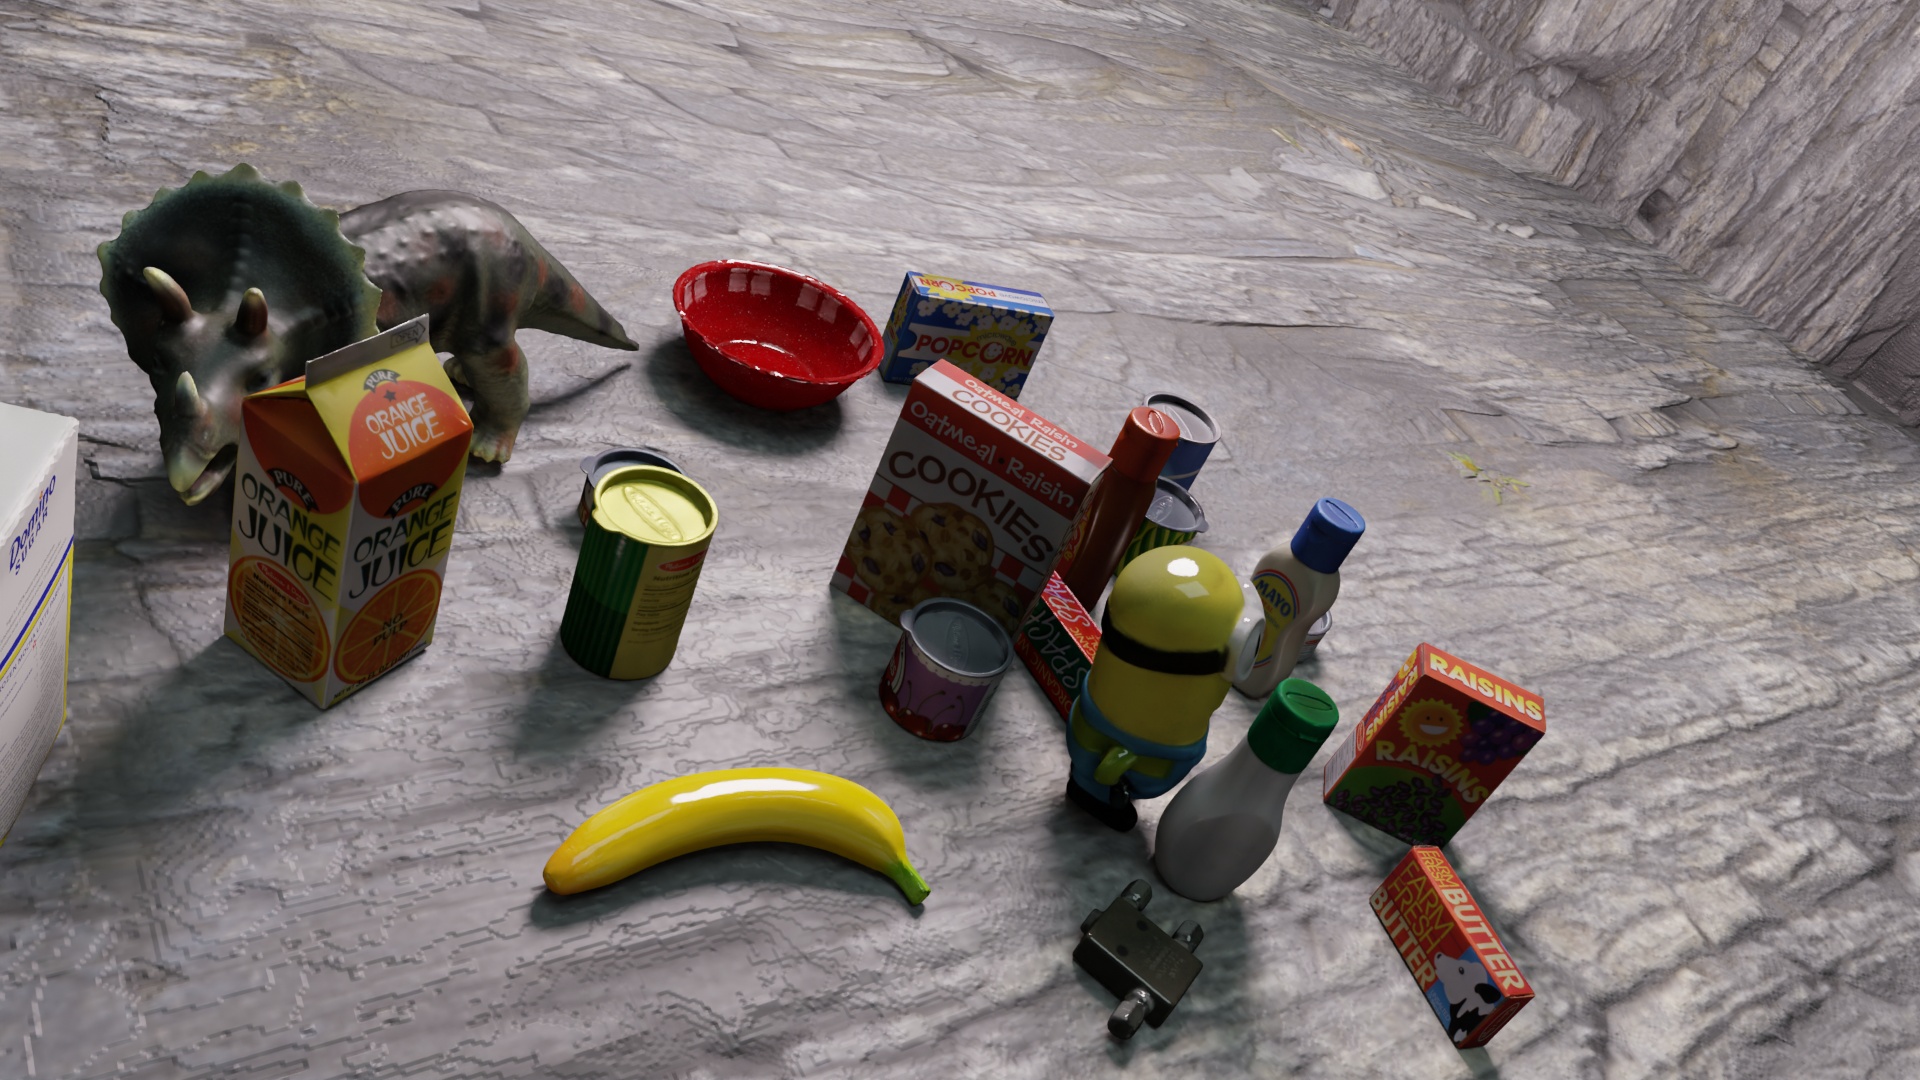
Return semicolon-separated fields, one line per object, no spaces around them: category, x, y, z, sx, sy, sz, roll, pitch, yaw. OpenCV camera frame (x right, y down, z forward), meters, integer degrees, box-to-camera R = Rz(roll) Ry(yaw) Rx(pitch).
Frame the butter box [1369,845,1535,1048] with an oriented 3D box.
butter box;0.283;0.235;0.808;0.024;0.052;0.104;5;40;-27

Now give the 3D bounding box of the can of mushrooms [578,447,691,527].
can of mushrooms;-0.205;-0.027;0.867;0.071;0.033;0.071;17;36;-12

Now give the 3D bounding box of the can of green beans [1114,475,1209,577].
can of green beans;0.139;-0.008;1.032;0.071;0.057;0.071;17;36;-12

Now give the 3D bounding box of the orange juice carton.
orange juice carton;-0.292;-0.019;0.663;0.073;0.191;0.072;33;35;11

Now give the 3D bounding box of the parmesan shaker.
parmesan shaker;-0.180;0.019;0.761;0.071;0.102;0.072;17;35;-12

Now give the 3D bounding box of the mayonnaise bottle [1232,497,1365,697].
mayonnaise bottle;0.222;0.037;0.946;0.041;0.147;0.065;-13;49;-42

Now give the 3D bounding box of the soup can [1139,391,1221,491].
soup can;0.155;-0.066;1.095;0.071;0.083;0.072;17;36;-12

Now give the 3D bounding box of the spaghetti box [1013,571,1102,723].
spaghetti box;0.030;0.021;0.935;0.029;0.050;0.251;-5;45;-36

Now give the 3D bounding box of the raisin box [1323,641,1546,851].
raisin box;0.301;0.134;0.889;0.086;0.122;0.040;26;35;1

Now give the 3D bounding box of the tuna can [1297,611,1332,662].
tuna can;0.238;0.056;1.032;0.071;0.032;0.071;17;36;-12

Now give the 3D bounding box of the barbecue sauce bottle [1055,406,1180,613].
barbecue sauce bottle;0.103;-0.023;0.950;0.044;0.147;0.065;16;36;-13

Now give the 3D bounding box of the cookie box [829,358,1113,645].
cookie box;0.003;-0.011;0.857;0.123;0.166;0.040;32;35;9

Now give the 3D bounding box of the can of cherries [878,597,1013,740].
can of cherries;-0.012;0.076;0.830;0.071;0.058;0.072;17;36;-12

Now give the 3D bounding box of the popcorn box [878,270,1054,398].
popcorn box;0.003;-0.166;1.132;0.127;0.084;0.038;4;40;-27

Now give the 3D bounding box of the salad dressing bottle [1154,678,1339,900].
salad dressing bottle;0.159;0.140;0.774;0.064;0.146;0.044;17;35;-12
